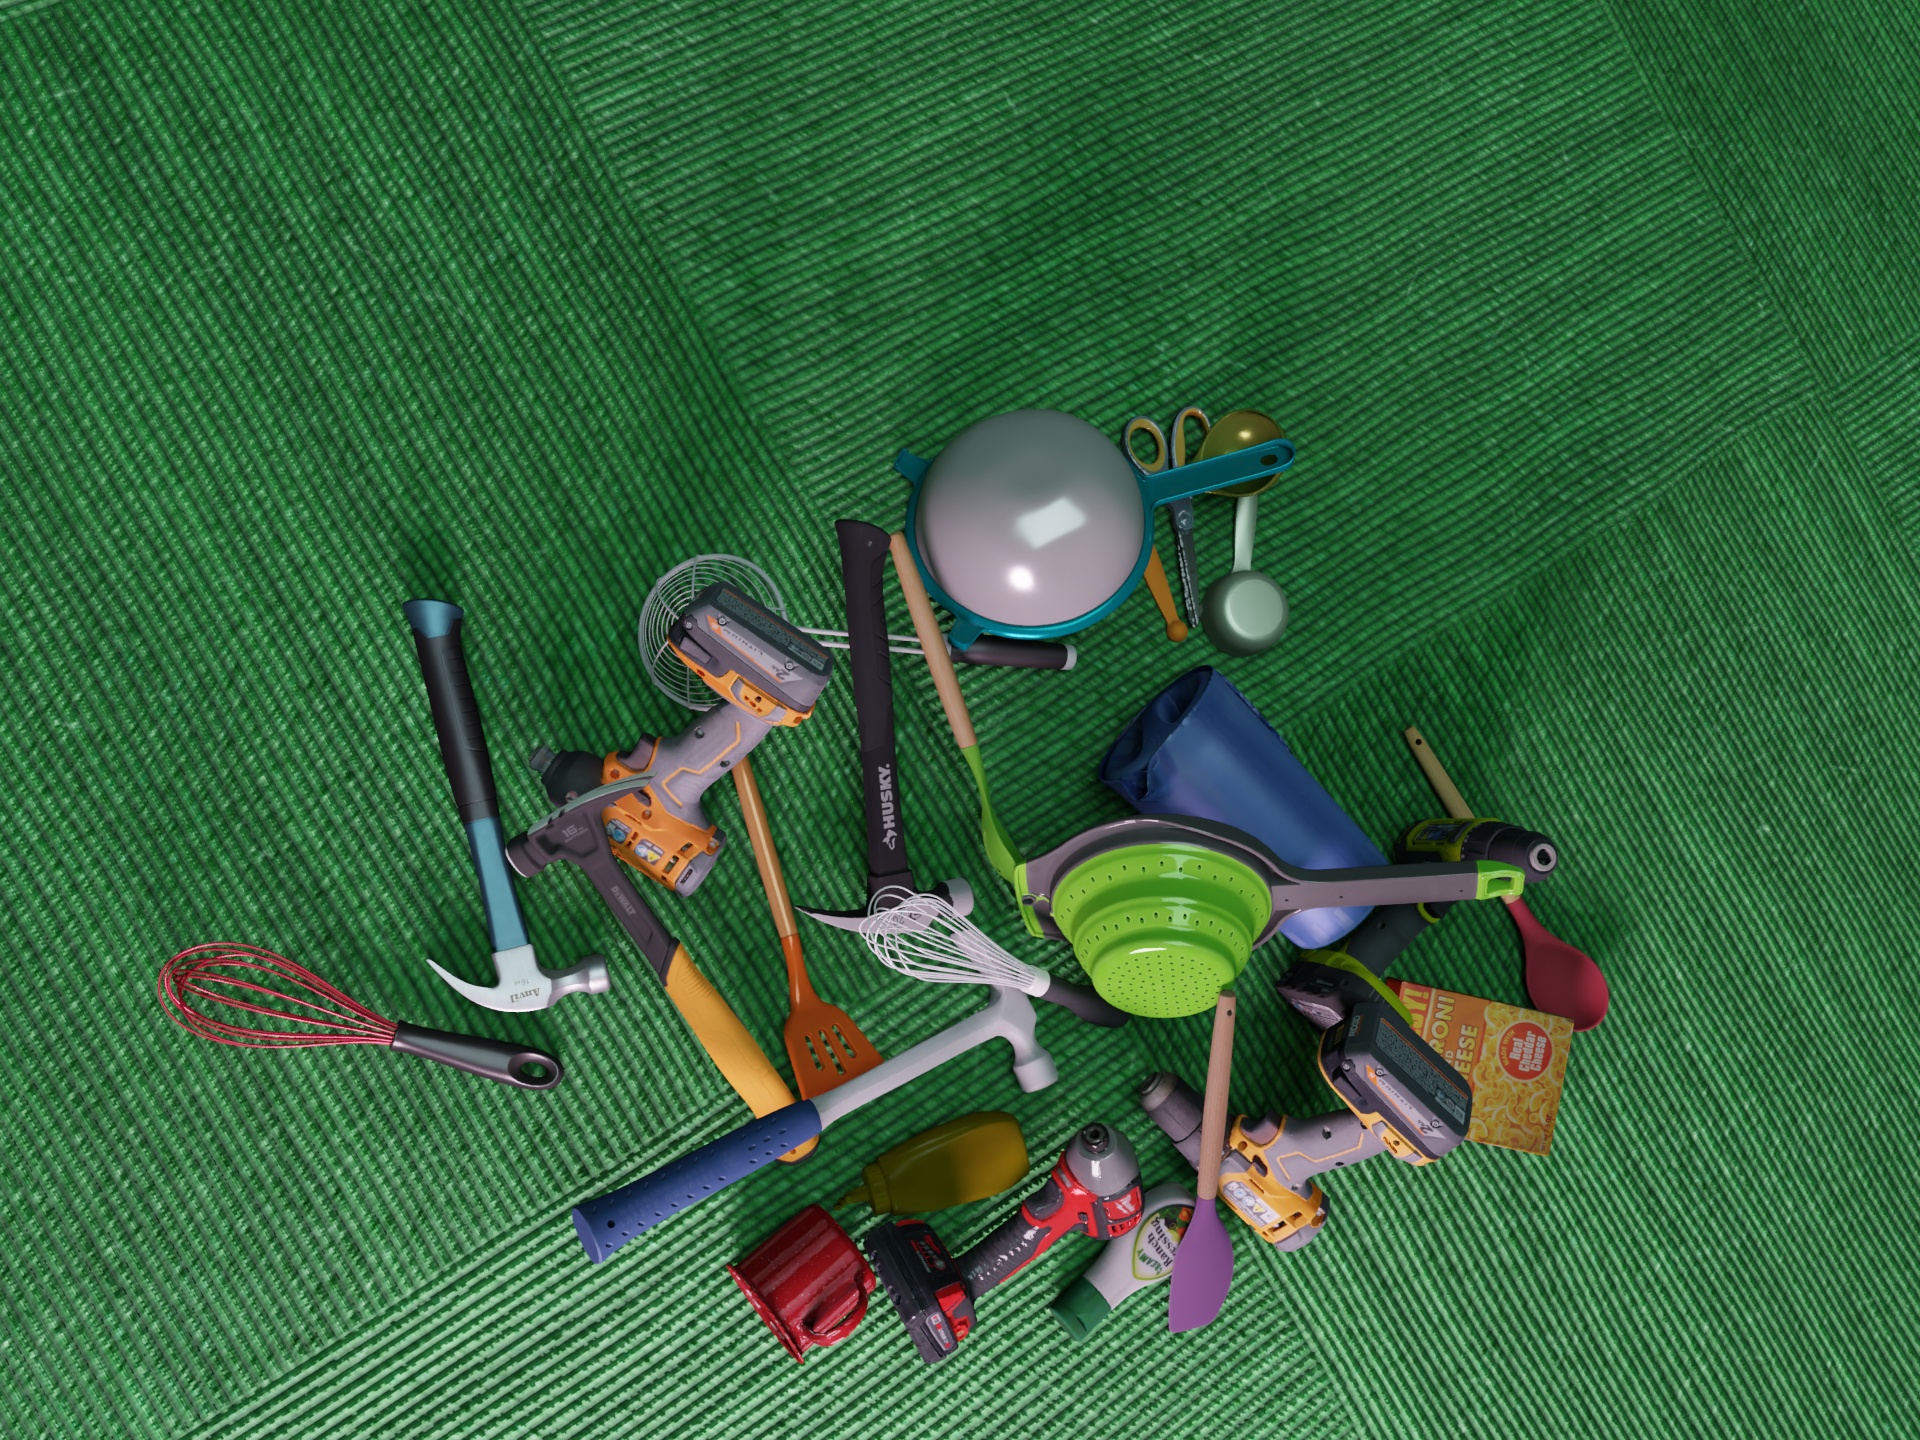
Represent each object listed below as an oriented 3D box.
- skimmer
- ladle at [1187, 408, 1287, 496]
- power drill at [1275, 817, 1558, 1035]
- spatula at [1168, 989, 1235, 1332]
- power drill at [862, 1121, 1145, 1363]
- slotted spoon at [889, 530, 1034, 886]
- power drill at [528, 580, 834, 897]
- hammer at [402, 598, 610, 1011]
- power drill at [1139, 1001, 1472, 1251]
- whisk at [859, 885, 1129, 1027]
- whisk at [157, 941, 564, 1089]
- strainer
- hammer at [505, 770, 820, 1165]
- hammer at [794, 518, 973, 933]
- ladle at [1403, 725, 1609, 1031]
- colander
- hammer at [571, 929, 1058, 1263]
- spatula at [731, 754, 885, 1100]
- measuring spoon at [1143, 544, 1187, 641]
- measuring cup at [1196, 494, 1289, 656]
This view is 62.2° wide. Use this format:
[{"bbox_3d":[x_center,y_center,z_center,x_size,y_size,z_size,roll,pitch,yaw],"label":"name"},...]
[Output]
[{"bbox_3d":[-0.081,-0.064,1.328,0.363,0.090,0.127,3,86,-25],"label":"skimmer"},{"bbox_3d":[0.135,-0.191,1.378,0.320,0.062,0.078,-20,75,-9],"label":"ladle"},{"bbox_3d":[0.388,0.171,1.340,0.080,0.190,0.228,46,78,-7],"label":"power drill"},{"bbox_3d":[0.201,0.357,1.273,0.059,0.018,0.315,-7,111,-21],"label":"spatula"},{"bbox_3d":[0.043,0.392,1.232,0.219,0.143,0.079,-28,51,-12],"label":"power drill"},{"bbox_3d":[-0.002,-0.004,1.297,0.031,0.070,0.313,-19,99,2],"label":"slotted spoon"},{"bbox_3d":[-0.218,0.009,1.215,0.164,0.084,0.226,34,108,-8],"label":"power drill"},{"bbox_3d":[-0.372,0.064,1.229,0.128,0.033,0.331,-14,86,-18],"label":"hammer"},{"bbox_3d":[0.270,0.316,1.284,0.185,0.226,0.084,43,35,-3],"label":"power drill"},{"bbox_3d":[0.036,0.198,1.271,0.284,0.070,0.070,27,75,-34],"label":"whisk"},{"bbox_3d":[-0.438,0.227,1.178,0.295,0.073,0.073,19,78,-18],"label":"whisk"},{"bbox_3d":[0.119,-0.197,1.312,0.340,0.095,0.211,-16,68,-3],"label":"strainer"},{"bbox_3d":[-0.202,0.200,1.216,0.127,0.034,0.336,-29,103,12],"label":"hammer"},{"bbox_3d":[-0.072,0.007,1.267,0.146,0.035,0.334,-9,98,-28],"label":"hammer"},{"bbox_3d":[0.491,0.142,1.453,0.069,0.031,0.315,-31,89,-5],"label":"ladle"},{"bbox_3d":[0.240,0.164,1.244,0.397,0.204,0.095,-4,48,10],"label":"colander"},{"bbox_3d":[-0.105,0.290,1.211,0.405,0.035,0.144,-21,86,-34],"label":"hammer"},{"bbox_3d":[-0.139,0.148,1.274,0.081,0.041,0.323,-14,85,-34],"label":"spatula"},{"bbox_3d":[0.176,-0.125,1.414,0.021,0.011,0.117,-20,88,-17],"label":"measuring spoon"},{"bbox_3d":[0.260,-0.141,1.424,0.083,0.038,0.168,7,83,-14],"label":"measuring cup"}]
